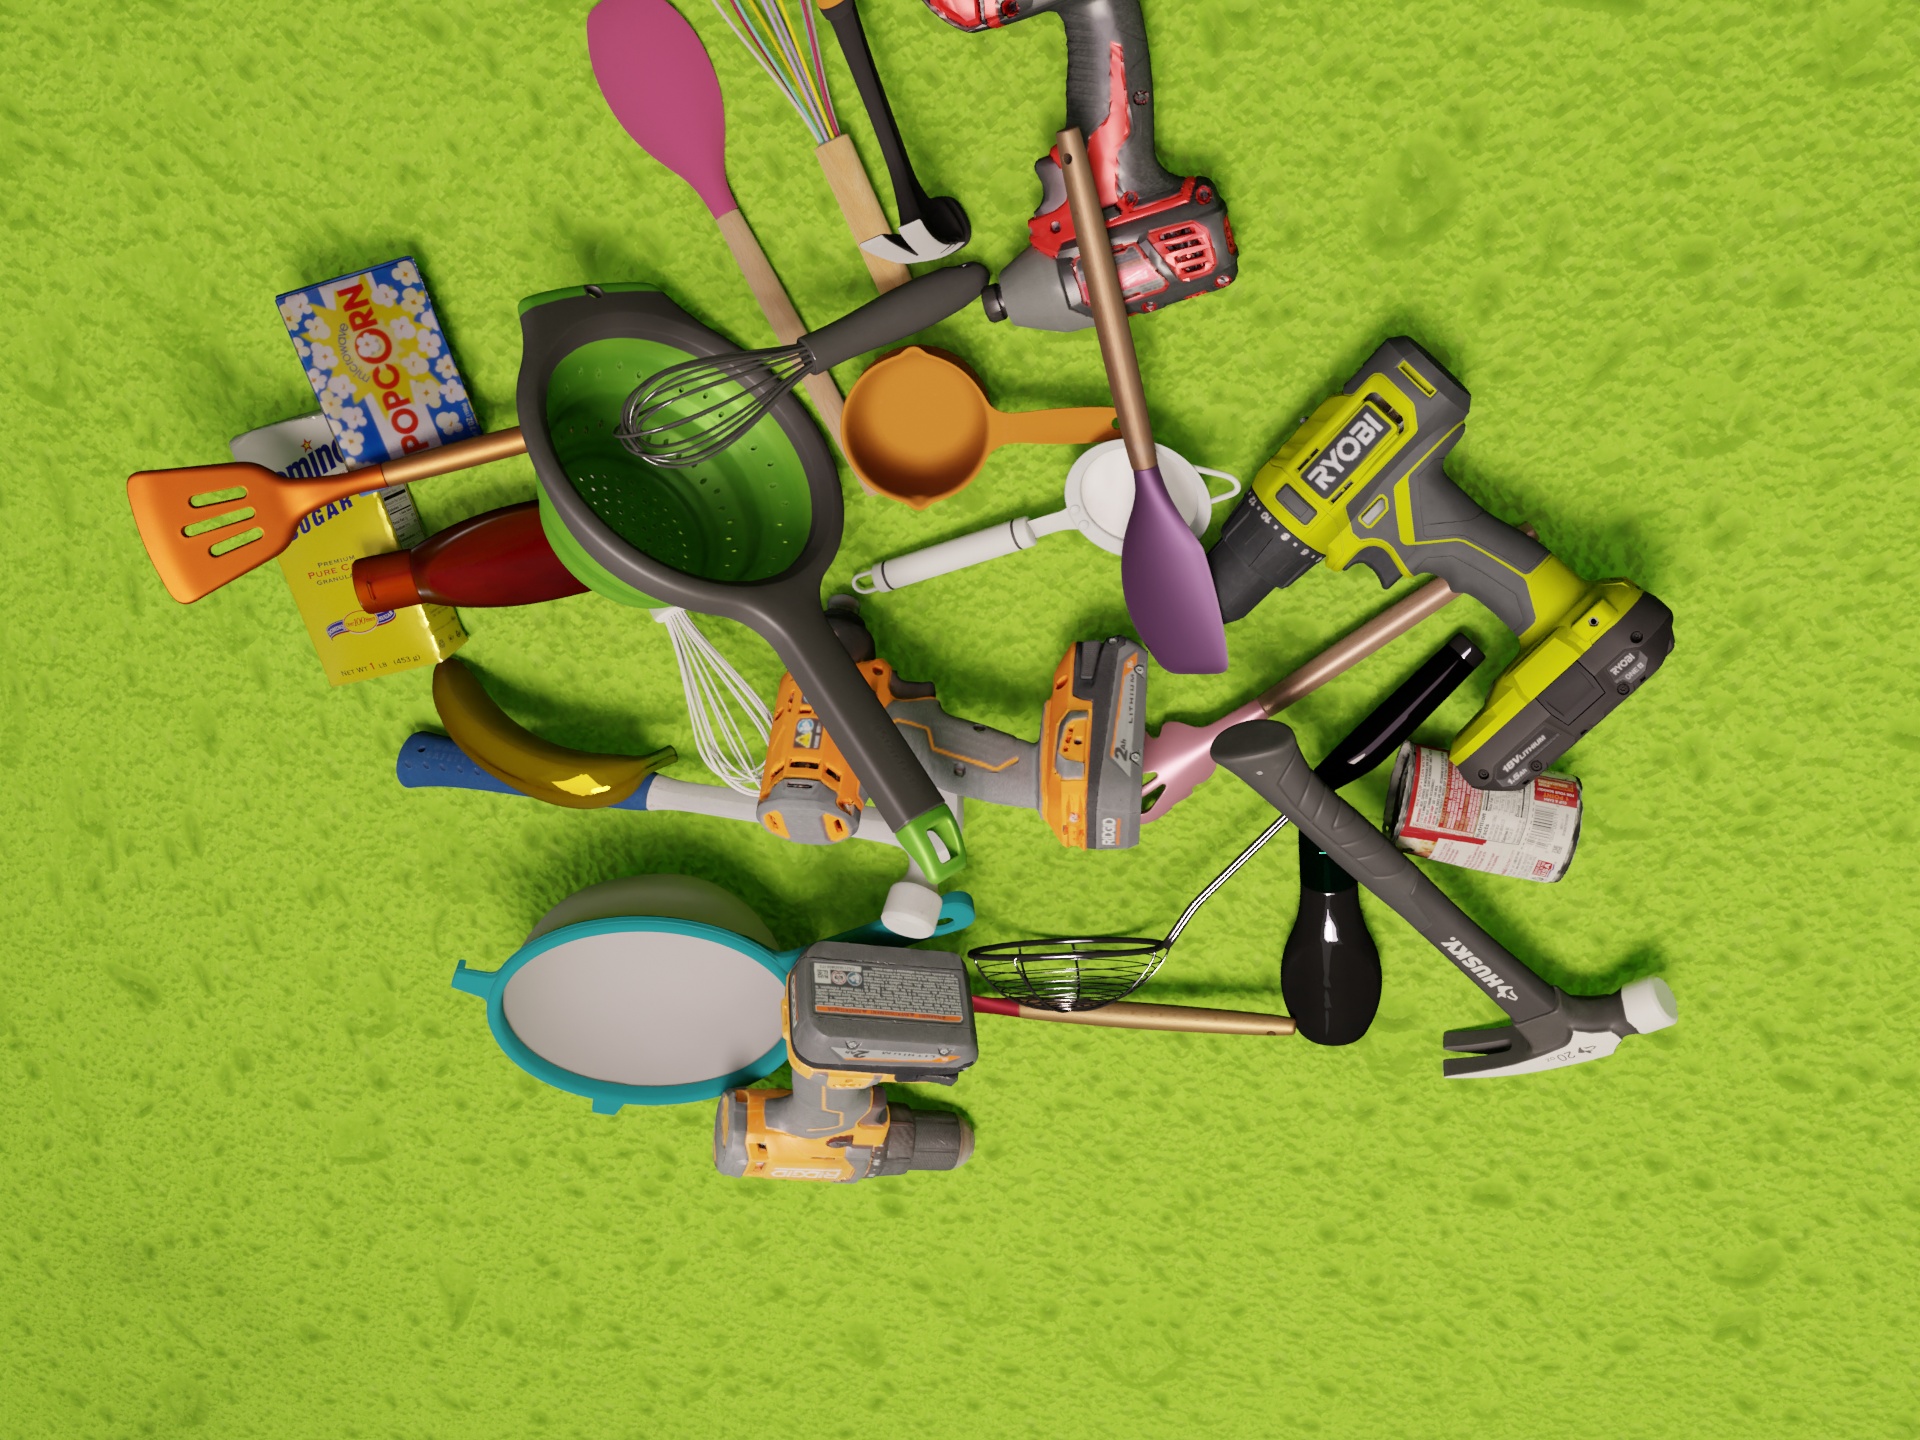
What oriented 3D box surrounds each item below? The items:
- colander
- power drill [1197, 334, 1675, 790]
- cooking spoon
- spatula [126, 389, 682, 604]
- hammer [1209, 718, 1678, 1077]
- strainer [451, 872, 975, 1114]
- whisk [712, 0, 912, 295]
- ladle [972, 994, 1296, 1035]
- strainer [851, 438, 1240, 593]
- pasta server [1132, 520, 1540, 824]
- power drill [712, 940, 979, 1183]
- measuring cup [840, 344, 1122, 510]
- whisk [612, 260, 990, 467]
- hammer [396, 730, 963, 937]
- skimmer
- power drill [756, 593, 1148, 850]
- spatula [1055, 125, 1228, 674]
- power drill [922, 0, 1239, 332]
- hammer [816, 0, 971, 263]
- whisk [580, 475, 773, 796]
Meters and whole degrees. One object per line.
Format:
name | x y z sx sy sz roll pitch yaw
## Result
colander | -0.132 -0.065 0.914 0.094 0.204 0.397 -39 81 41
power drill | 0.255 -0.072 0.887 0.228 0.080 0.190 46 114 10
cooking spoon | -0.125 -0.275 0.938 0.069 0.017 0.318 -23 105 21
spatula | -0.323 -0.152 0.958 0.322 0.041 0.081 -16 108 -6
hammer | 0.268 0.109 0.945 0.334 0.035 0.146 39 132 -22
strainer | -0.152 0.149 1.078 0.340 0.095 0.210 -20 133 12
whisk | -0.082 -0.346 0.891 0.047 0.051 0.244 -6 118 42
ladle | 0.066 0.195 1.071 0.315 0.031 0.069 1 139 18
strainer | 0.045 -0.118 0.955 0.258 0.050 0.086 -15 127 24
pasta server | 0.207 -0.026 0.967 0.316 0.040 0.060 -35 101 19
power drill | -0.055 0.243 1.065 0.185 0.084 0.226 8 137 -18
measuring cup | 0.018 -0.177 0.933 0.173 0.052 0.095 -1 113 1
whisk | -0.083 -0.203 0.881 0.239 0.055 0.055 -30 107 -18
hammer | -0.190 0.044 1.050 0.405 0.144 0.035 7 151 18
skimmer | 0.159 0.059 0.987 0.363 0.127 0.090 -45 73 14
power drill | -0.002 -0.003 0.966 0.226 0.164 0.084 3 151 6
spatula | 0.094 -0.164 0.875 0.060 0.018 0.315 2 121 34
power drill | 0.055 -0.320 0.850 0.143 0.079 0.219 -13 112 17
hammer | -0.077 -0.404 0.829 0.034 0.127 0.336 -18 102 18
whisk | -0.177 -0.062 1.003 0.058 0.059 0.246 -30 87 46
